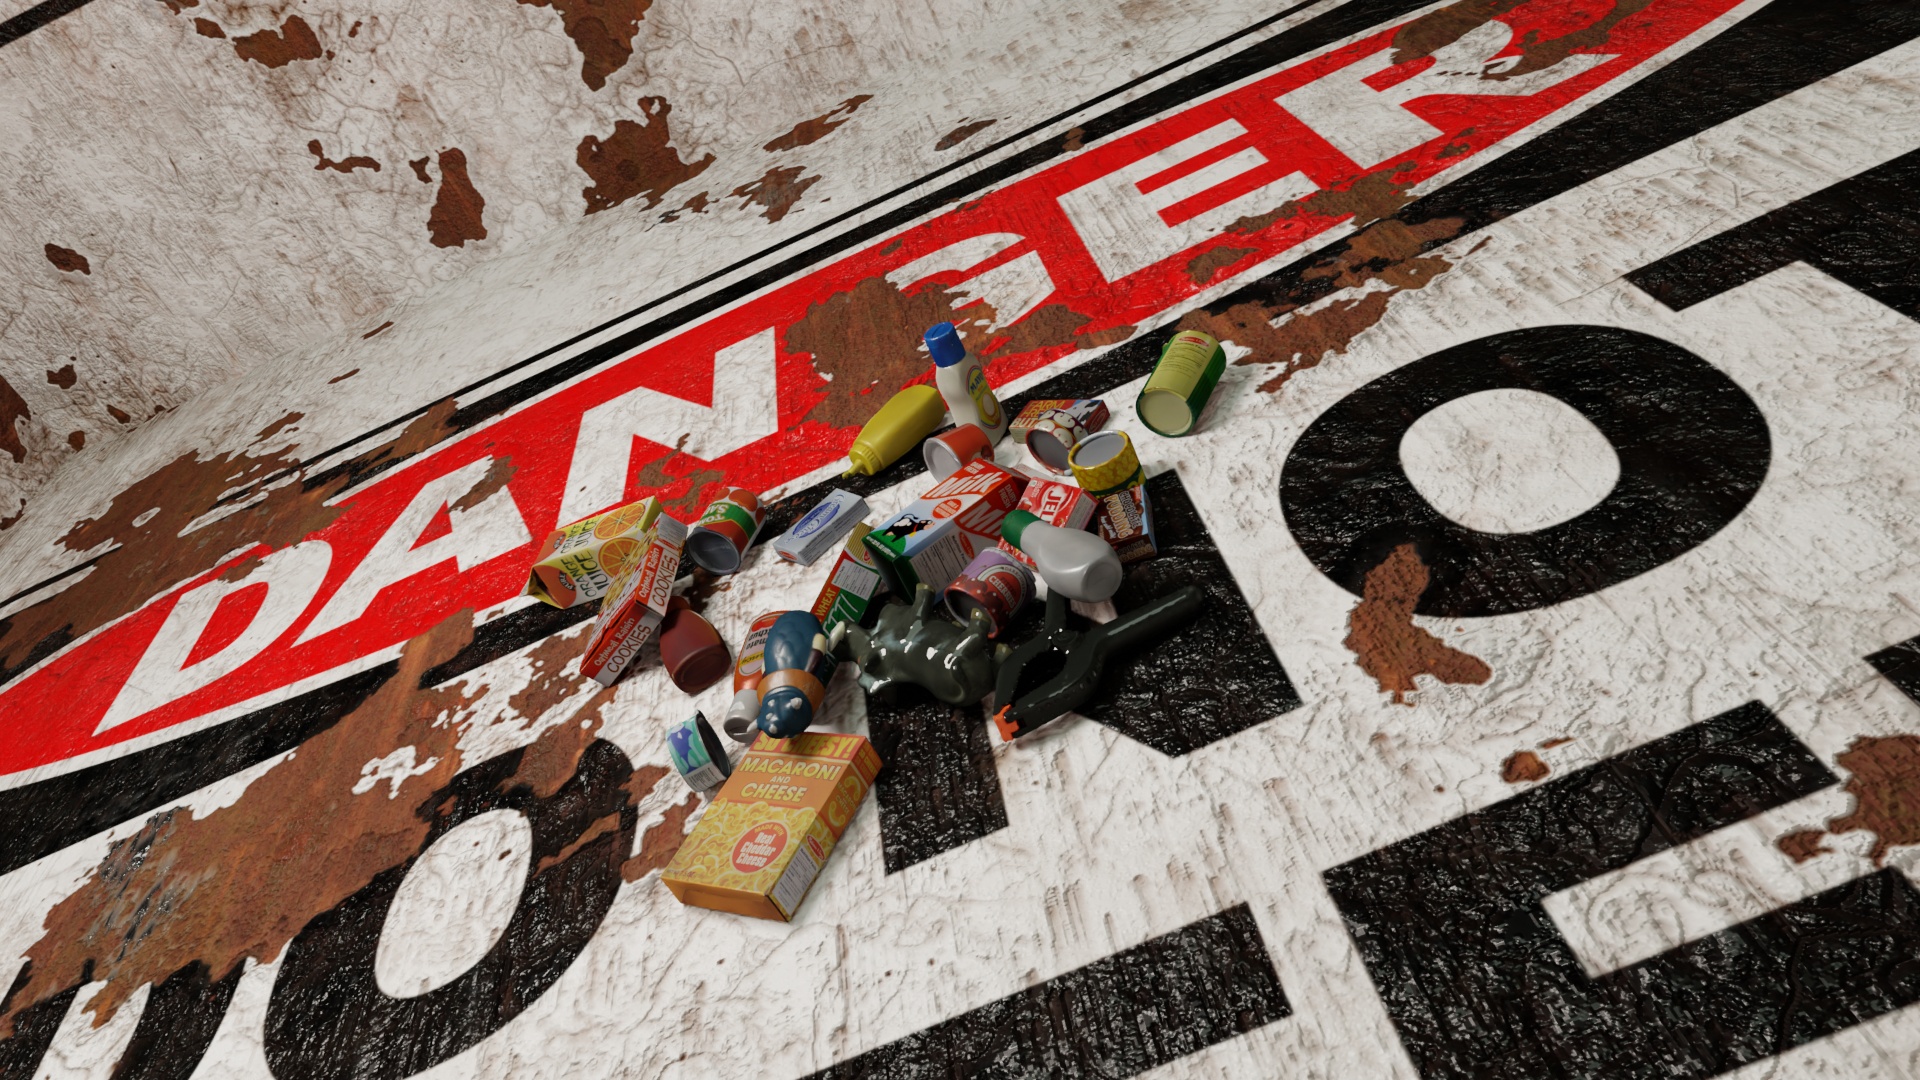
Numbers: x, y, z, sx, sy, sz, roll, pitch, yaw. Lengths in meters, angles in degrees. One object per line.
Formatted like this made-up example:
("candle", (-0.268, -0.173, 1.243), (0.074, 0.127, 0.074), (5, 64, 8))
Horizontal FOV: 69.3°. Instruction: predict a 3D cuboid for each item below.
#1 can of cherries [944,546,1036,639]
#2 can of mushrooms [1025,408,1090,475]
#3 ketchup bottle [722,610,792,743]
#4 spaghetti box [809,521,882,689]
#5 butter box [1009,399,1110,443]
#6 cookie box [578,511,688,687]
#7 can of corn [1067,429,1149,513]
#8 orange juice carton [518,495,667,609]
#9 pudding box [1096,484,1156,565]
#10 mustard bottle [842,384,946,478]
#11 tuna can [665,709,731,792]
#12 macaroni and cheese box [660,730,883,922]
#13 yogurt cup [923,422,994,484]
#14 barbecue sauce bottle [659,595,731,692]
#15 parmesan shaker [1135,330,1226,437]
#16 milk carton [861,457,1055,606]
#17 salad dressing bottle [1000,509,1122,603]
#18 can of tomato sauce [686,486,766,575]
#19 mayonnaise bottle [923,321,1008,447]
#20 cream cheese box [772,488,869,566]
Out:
("can of cherries", (0.028, 0.049, 1.283), (0.071, 0.071, 0.058), (13, 49, 47))
("can of mushrooms", (0.101, -0.103, 1.455), (0.071, 0.070, 0.033), (12, 50, 46))
("ketchup bottle", (-0.191, 0.132, 1.348), (0.064, 0.043, 0.149), (-13, 34, 21))
("spaghetti box", (-0.124, 0.076, 1.371), (0.050, 0.028, 0.251), (25, 44, -1))
("butter box", (0.108, -0.131, 1.532), (0.103, 0.024, 0.053), (4, 43, 40))
("cookie box", (-0.357, 0.063, 1.523), (0.122, 0.040, 0.168), (-48, 22, 27))
("can of corn", (0.147, -0.067, 1.376), (0.071, 0.058, 0.071), (-19, 32, 13))
("orange juice carton", (-0.439, 0.021, 1.667), (0.192, 0.072, 0.072), (-18, 32, 15))
("pudding box", (0.157, -0.013, 1.316), (0.049, 0.030, 0.084), (-17, 33, 15))
("mustard bottle", (-0.086, -0.121, 1.638), (0.065, 0.048, 0.161), (12, 49, 47))
("tuna can", (-0.240, 0.192, 1.270), (0.033, 0.070, 0.071), (-28, 31, 0))
("macaroni and cheese box", (-0.157, 0.236, 1.172), (0.123, 0.040, 0.167), (-2, 40, 35))
("yogurt cup", (0.000, -0.093, 1.520), (0.054, 0.072, 0.072), (-34, 31, -26))
("barbecue sauce bottle", (-0.288, 0.103, 1.462), (0.065, 0.043, 0.149), (-32, 31, -9))
("parmesan shaker", (0.228, -0.163, 1.450), (0.071, 0.071, 0.103), (-1, 40, 36))
("milk carton", (0.005, -0.017, 1.394), (0.191, 0.073, 0.072), (-36, 32, -15))
("salad dressing bottle", (0.088, 0.010, 1.258), (0.064, 0.043, 0.148), (-29, 31, -17))
("can of tomato sauce", (-0.269, -0.013, 1.594), (0.071, 0.071, 0.083), (-10, 35, 26))
("mayonnaise bottle", (0.004, -0.173, 1.552), (0.041, 0.147, 0.065), (-2, 39, 35))
("cream cheese box", (-0.155, -0.015, 1.556), (0.104, 0.024, 0.053), (-43, 36, -24))
